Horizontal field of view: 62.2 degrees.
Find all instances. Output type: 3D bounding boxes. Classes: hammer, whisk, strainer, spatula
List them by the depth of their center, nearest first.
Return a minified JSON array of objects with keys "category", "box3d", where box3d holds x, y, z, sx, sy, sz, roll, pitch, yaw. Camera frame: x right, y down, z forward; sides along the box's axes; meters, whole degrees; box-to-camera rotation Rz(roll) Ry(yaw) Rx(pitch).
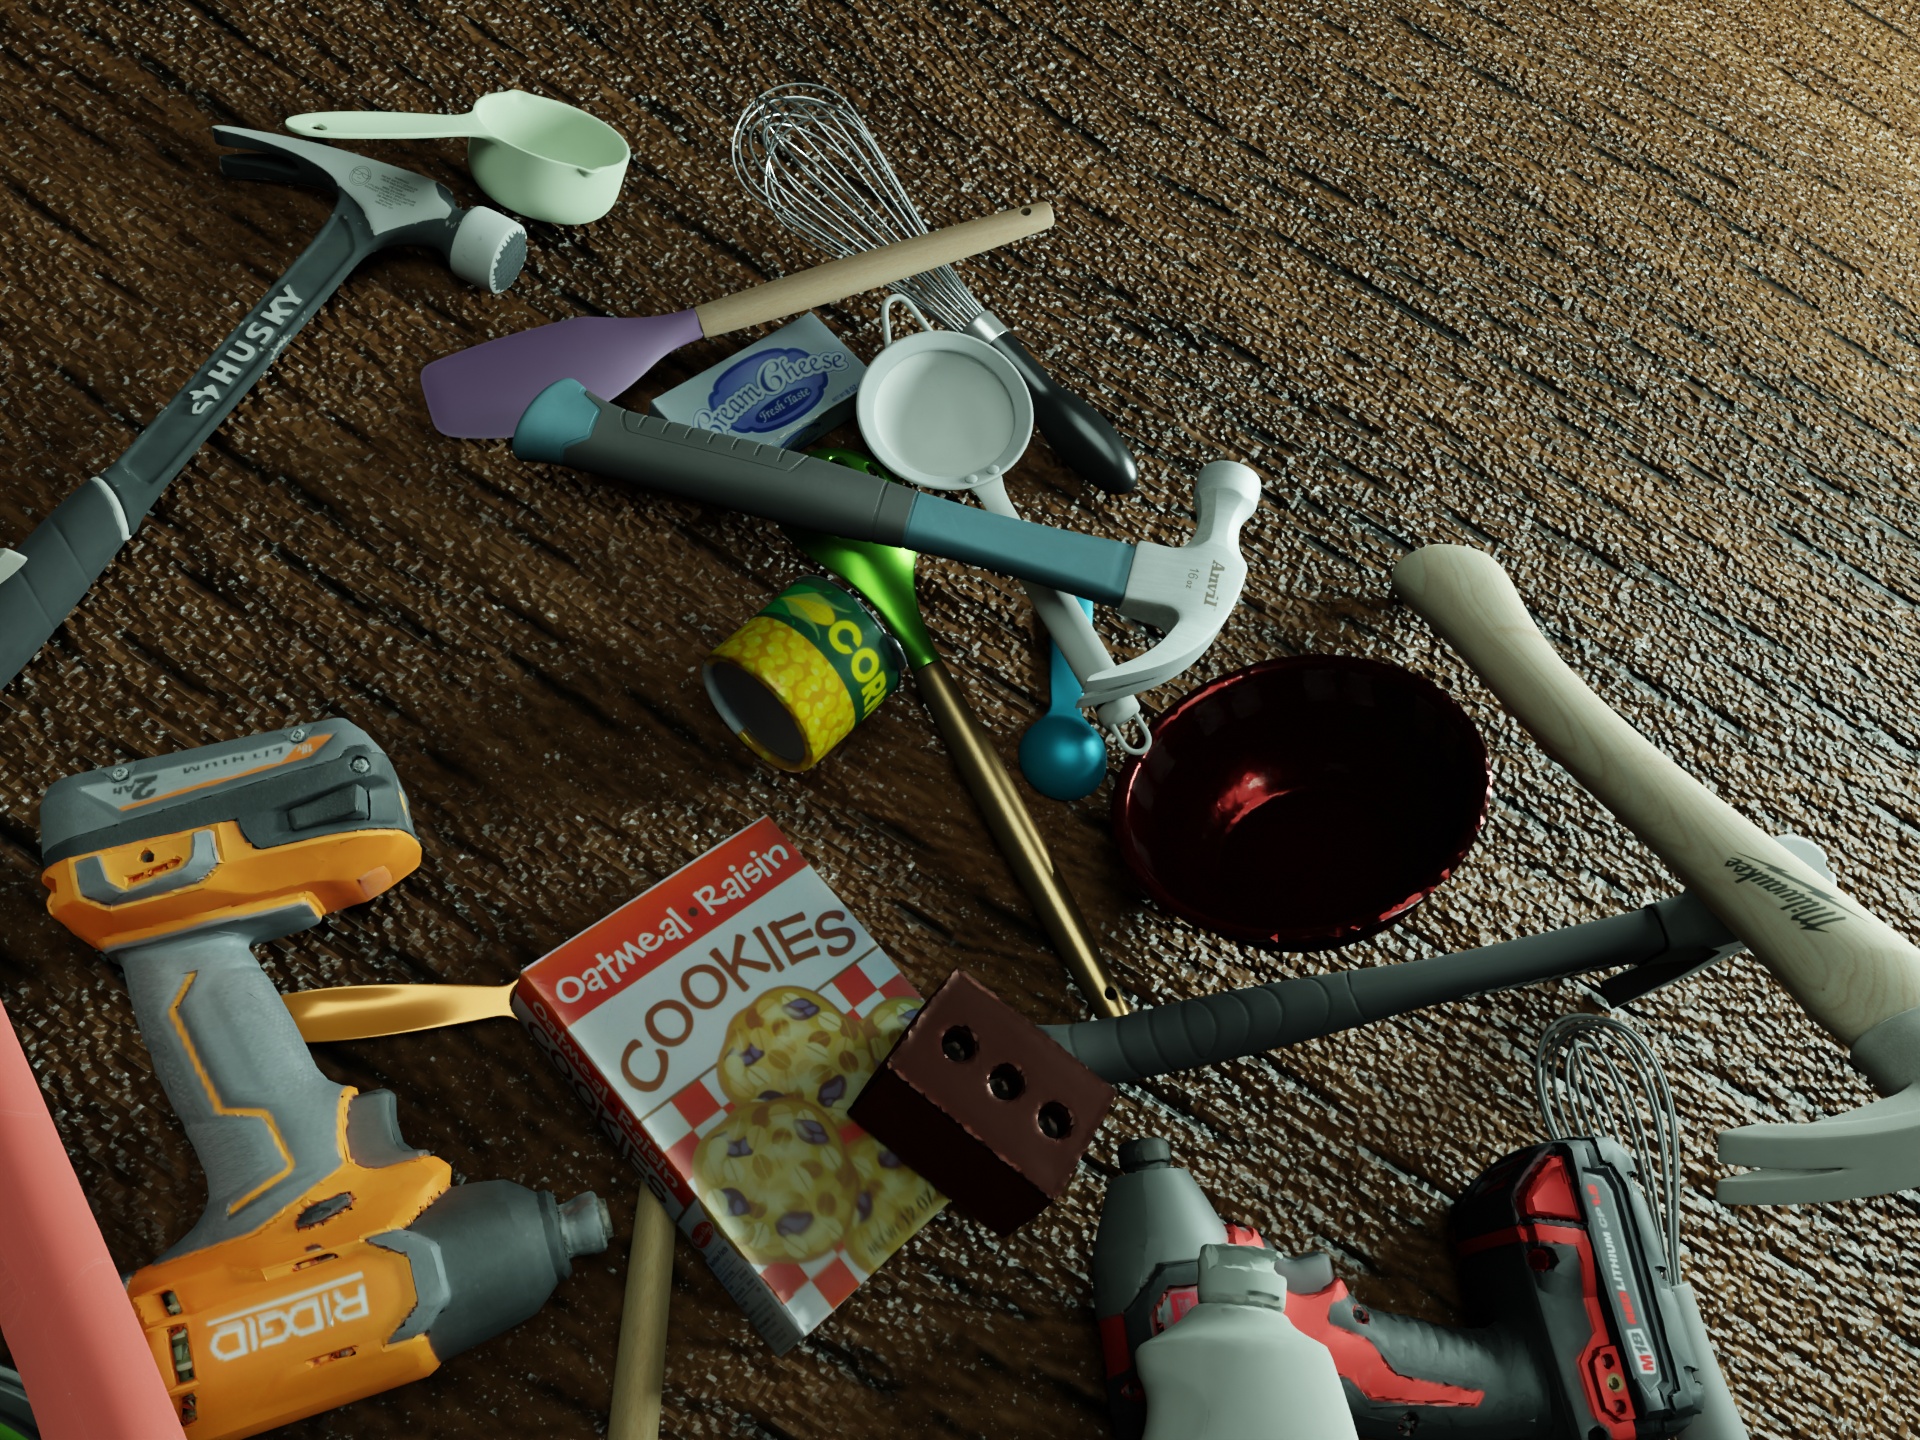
[{"category":"hammer","box3d":[-0.299,0.114,0.496,0.149,0.036,0.359,-36,72,3]},{"category":"hammer","box3d":[0.266,0.026,0.650,0.146,0.038,0.411,-16,31,-3]},{"category":"hammer","box3d":[0.178,0.114,0.666,0.334,0.146,0.035,-10,68,-9]},{"category":"whisk","box3d":[0.298,0.240,0.670,0.055,0.055,0.239,-5,69,-18]},{"category":"hammer","box3d":[-0.353,-0.107,0.675,0.149,0.036,0.409,26,60,1]},{"category":"hammer","box3d":[-0.036,-0.095,0.716,0.331,0.033,0.128,15,68,1]},{"category":"strainer","box3d":[0.022,-0.091,0.757,0.087,0.050,0.259,-23,70,-14]},{"category":"spatula","box3d":[-0.101,-0.197,0.766,0.316,0.018,0.060,-20,67,-9]},{"category":"whisk","box3d":[-0.009,-0.221,0.816,0.284,0.070,0.070,46,61,5]}]

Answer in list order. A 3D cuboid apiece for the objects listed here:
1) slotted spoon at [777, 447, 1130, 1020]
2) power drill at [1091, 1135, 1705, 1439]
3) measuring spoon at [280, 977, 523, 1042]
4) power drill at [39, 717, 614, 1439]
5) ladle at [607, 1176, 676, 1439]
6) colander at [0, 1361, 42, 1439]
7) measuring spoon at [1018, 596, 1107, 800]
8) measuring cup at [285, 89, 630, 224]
[{"category":"slotted spoon","box3d":[-0.001,-0.002,0.722,0.070,0.031,0.314,-20,72,-26]},{"category":"power drill","box3d":[0.159,0.227,0.621,0.219,0.078,0.143,-3,64,-13]},{"category":"measuring spoon","box3d":[-0.216,0.113,0.615,0.117,0.011,0.021,-3,66,-13]},{"category":"power drill","box3d":[-0.224,0.120,0.560,0.164,0.084,0.227,-14,73,-15]},{"category":"ladle","box3d":[-0.113,0.298,0.521,0.078,0.062,0.320,7,59,-11]},{"category":"colander","box3d":[-0.365,0.209,0.468,0.204,0.094,0.397,-15,70,-22]},{"category":"measuring spoon","box3d":[0.053,-0.024,0.749,0.042,0.021,0.129,11,63,-10]},{"category":"measuring cup","box3d":[-0.239,-0.267,0.760,0.167,0.038,0.083,-15,52,-40]}]
